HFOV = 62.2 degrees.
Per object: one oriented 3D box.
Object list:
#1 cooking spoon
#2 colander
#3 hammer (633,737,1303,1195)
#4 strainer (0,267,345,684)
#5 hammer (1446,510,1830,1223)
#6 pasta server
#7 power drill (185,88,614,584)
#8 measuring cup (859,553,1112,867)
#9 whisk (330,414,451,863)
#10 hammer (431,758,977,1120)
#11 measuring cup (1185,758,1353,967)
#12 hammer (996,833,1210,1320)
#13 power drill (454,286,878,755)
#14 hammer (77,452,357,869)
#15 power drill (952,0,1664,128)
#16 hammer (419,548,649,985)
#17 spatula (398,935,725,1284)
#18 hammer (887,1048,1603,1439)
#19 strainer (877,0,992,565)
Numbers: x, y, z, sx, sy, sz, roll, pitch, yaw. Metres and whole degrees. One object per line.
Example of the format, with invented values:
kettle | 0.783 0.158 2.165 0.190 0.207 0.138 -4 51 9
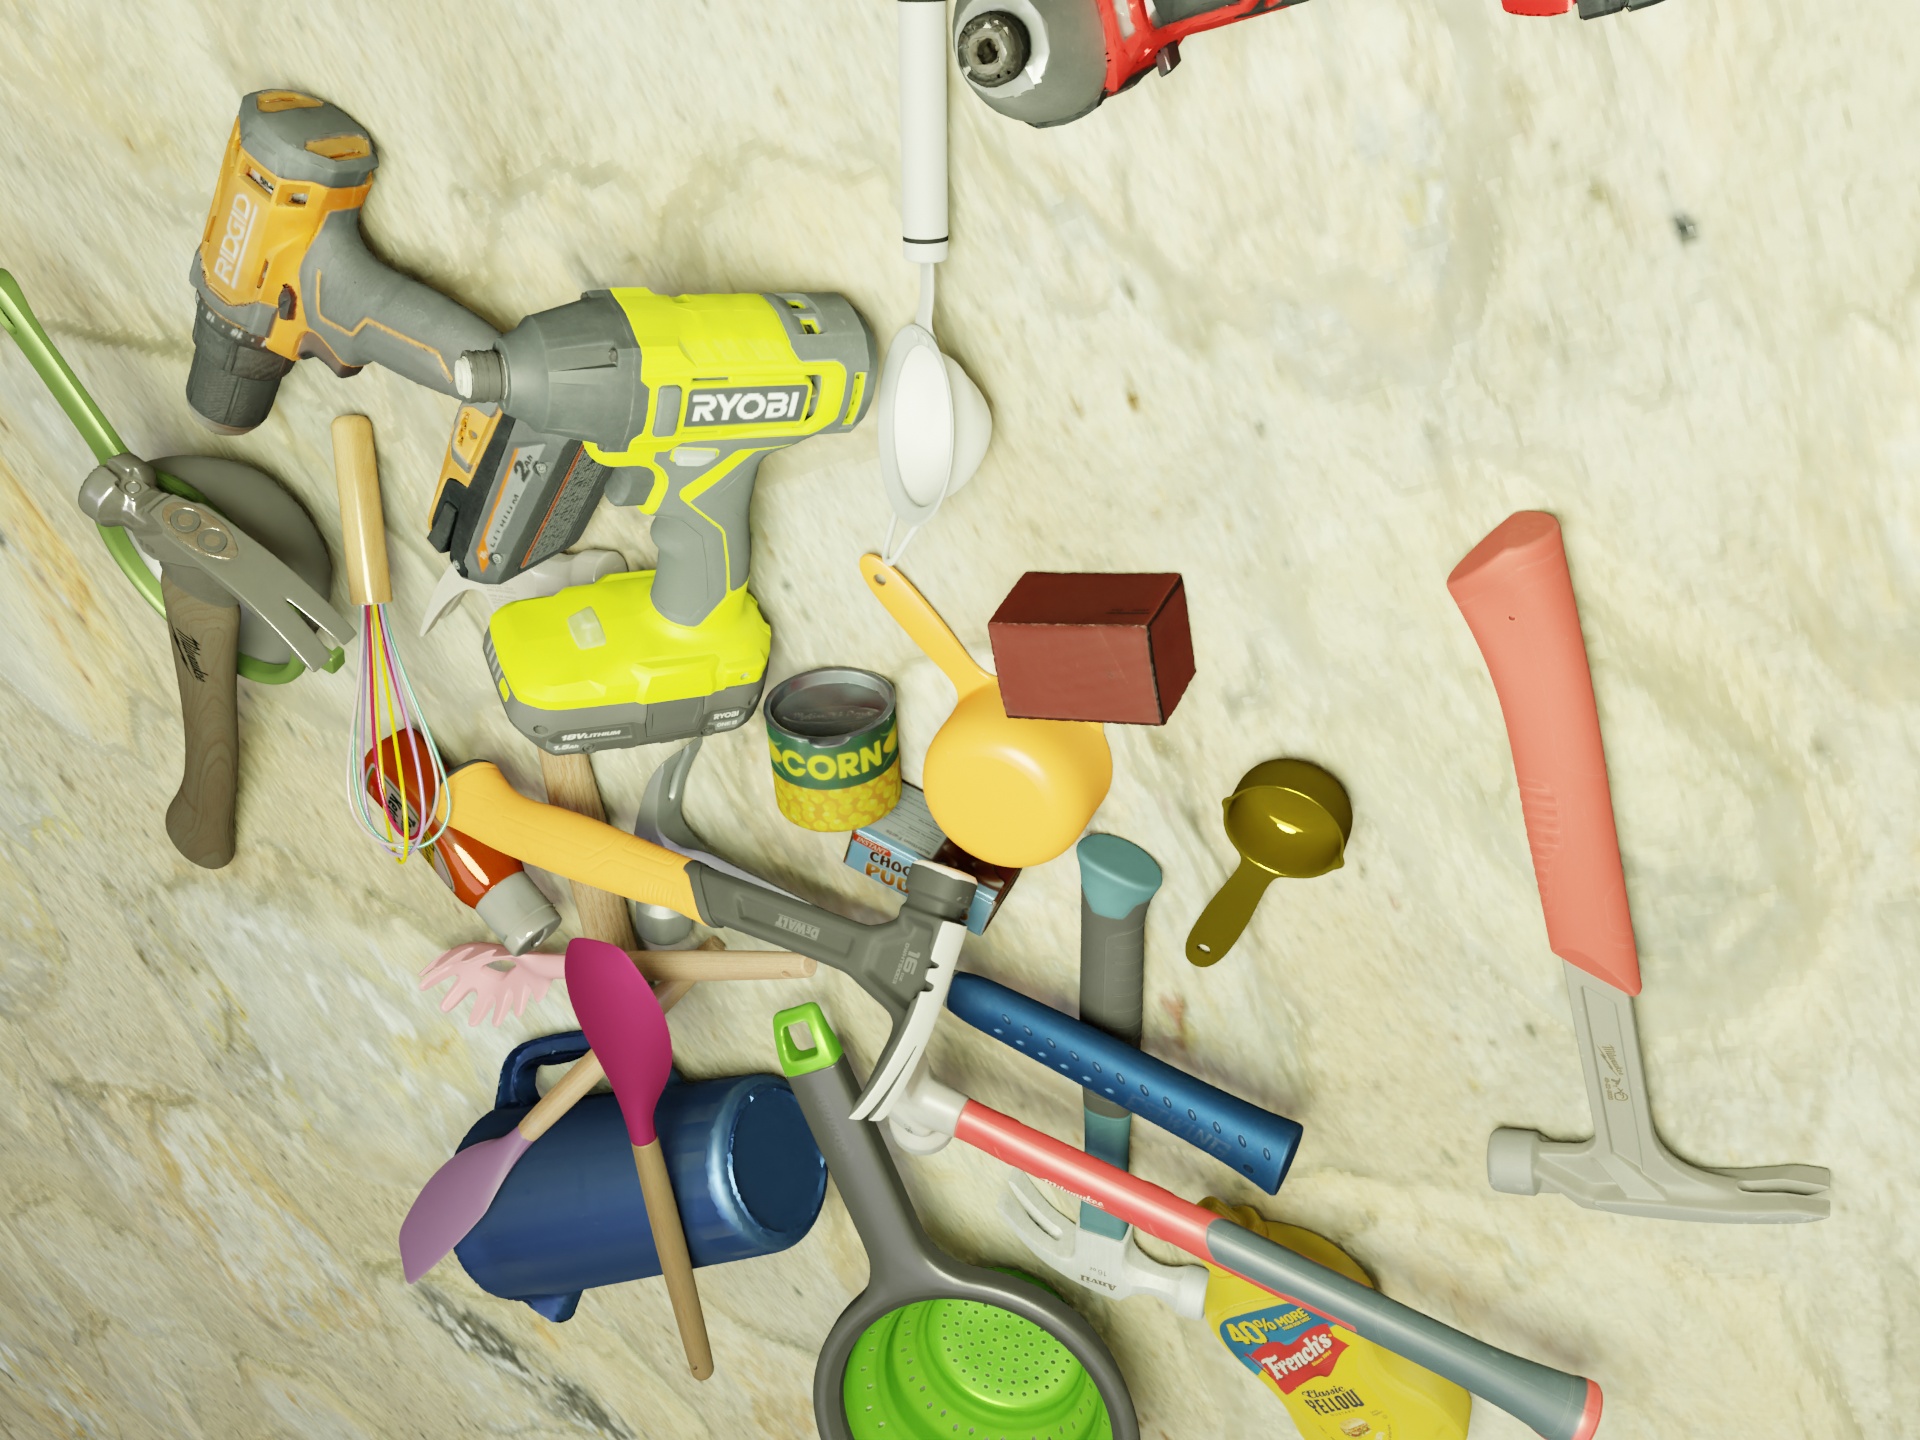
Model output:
cooking spoon | -0.178 0.262 0.919 0.069 0.017 0.318 6 118 28
colander | -0.013 0.339 0.984 0.204 0.094 0.397 -20 99 20
hammer | -0.012 0.136 0.846 0.406 0.035 0.144 23 128 22
strainer | -0.429 -0.139 0.875 0.151 0.069 0.256 3 130 38
hammer | 0.279 0.078 0.687 0.149 0.037 0.358 -4 119 30
pasta server | -0.209 0.152 0.945 0.316 0.040 0.060 -7 130 36
power drill | -0.283 -0.165 0.781 0.226 0.084 0.185 40 125 3
measuring cup | -0.001 -0.002 0.767 0.095 0.052 0.173 -29 107 38
whisk | -0.315 -0.042 0.865 0.051 0.047 0.245 -4 97 -3
hammer | -0.155 0.092 0.836 0.337 0.034 0.127 17 84 28
measuring cup | 0.142 0.072 0.769 0.062 0.029 0.156 29 142 7
hammer | 0.083 0.202 0.876 0.128 0.033 0.330 11 125 19
power drill | -0.144 -0.090 0.717 0.080 0.171 0.223 60 145 34
hammer | -0.443 0.006 0.954 0.146 0.038 0.410 37 144 -2
power drill | 0.104 -0.240 0.496 0.220 0.143 0.078 -5 116 27
hammer | -0.229 0.042 0.931 0.130 0.031 0.331 9 125 21
spatula | -0.257 0.241 1.001 0.316 0.060 0.018 -44 136 14
hammer | 0.135 0.263 0.807 0.386 0.038 0.143 23 155 13
strainer | -0.012 -0.187 0.657 0.087 0.050 0.258 -132 36 -54
